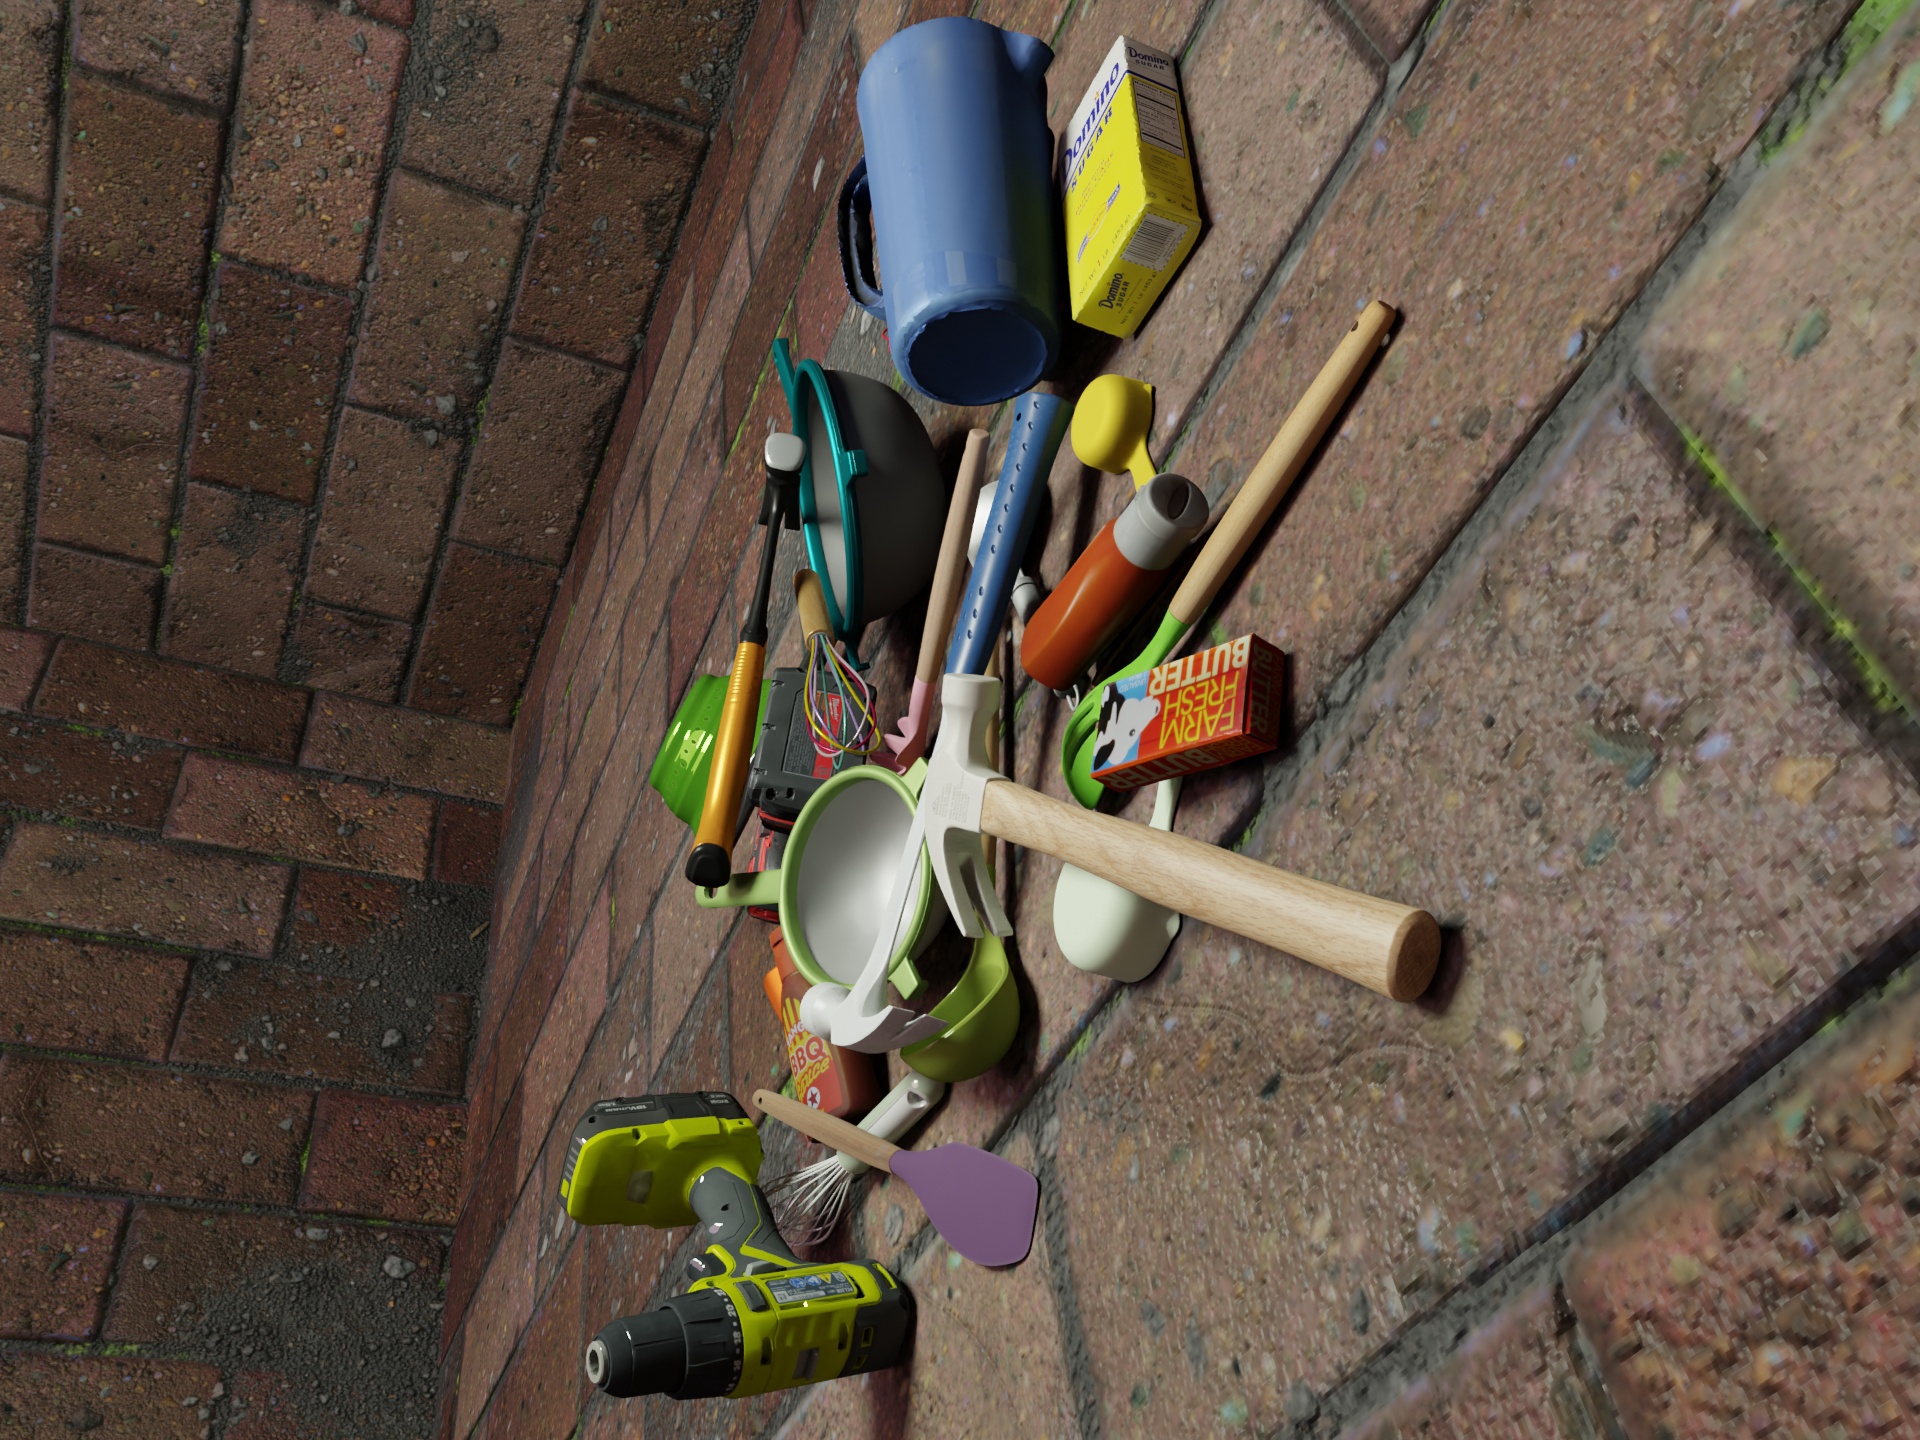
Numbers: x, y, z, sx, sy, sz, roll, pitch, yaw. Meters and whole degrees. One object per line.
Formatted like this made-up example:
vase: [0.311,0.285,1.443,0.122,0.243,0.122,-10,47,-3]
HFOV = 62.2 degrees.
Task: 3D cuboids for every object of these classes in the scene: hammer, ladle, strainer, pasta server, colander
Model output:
hammer: [-0.001,-0.003,0.935,0.144,0.035,0.405,-6,65,66]
hammer: [0.079,0.065,0.723,0.331,0.031,0.130,17,102,56]
ladle: [0.004,0.063,0.966,0.078,0.062,0.320,-35,44,46]
strainer: [-0.078,-0.211,1.242,0.341,0.095,0.210,-110,16,-46]
strainer: [-0.085,0.115,1.084,0.256,0.069,0.151,-10,72,47]
strainer: [0.037,-0.087,1.005,0.259,0.050,0.086,-111,34,-50]
hammer: [-0.157,-0.038,1.171,0.127,0.034,0.337,111,167,-67]
pasta server: [-0.025,-0.052,1.068,0.060,0.040,0.316,-90,11,-54]
colander: [-0.171,-0.042,1.364,0.397,0.094,0.205,-62,6,18]

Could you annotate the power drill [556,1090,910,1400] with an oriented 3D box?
power drill: [-0.163,0.326,0.981,0.229,0.190,0.080,35,114,51]

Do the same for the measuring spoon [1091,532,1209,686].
measuring spoon: [0.104,-0.057,0.860,0.117,0.011,0.021,-55,6,38]

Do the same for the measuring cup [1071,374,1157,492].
measuring cup: [0.094,-0.142,0.907,0.157,0.029,0.062,-100,31,-45]

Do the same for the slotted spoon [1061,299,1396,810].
slotted spoon: [0.123,-0.074,0.798,0.070,0.031,0.313,-88,23,-53]

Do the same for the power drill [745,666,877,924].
power drill: [-0.122,0.056,1.223,0.219,0.078,0.143,112,168,-59]

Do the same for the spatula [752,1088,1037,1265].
spatula: [-0.051,0.266,0.970,0.316,0.018,0.060,3,81,56]

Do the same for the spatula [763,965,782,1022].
spatula: [-0.052,0.096,1.112,0.081,0.041,0.322,50,125,37]

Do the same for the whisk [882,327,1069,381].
whisk: [0.009,-0.279,1.165,0.296,0.073,0.073,41,116,61]

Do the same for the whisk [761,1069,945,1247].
whisk: [-0.075,0.292,1.051,0.246,0.058,0.059,-52,2,40]

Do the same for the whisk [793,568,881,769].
whisk: [-0.094,-0.043,1.130,0.245,0.047,0.051,-109,14,-56]

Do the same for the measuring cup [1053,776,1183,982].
measuring cup: [0.086,0.048,0.800,0.083,0.038,0.167,-160,82,-68]
